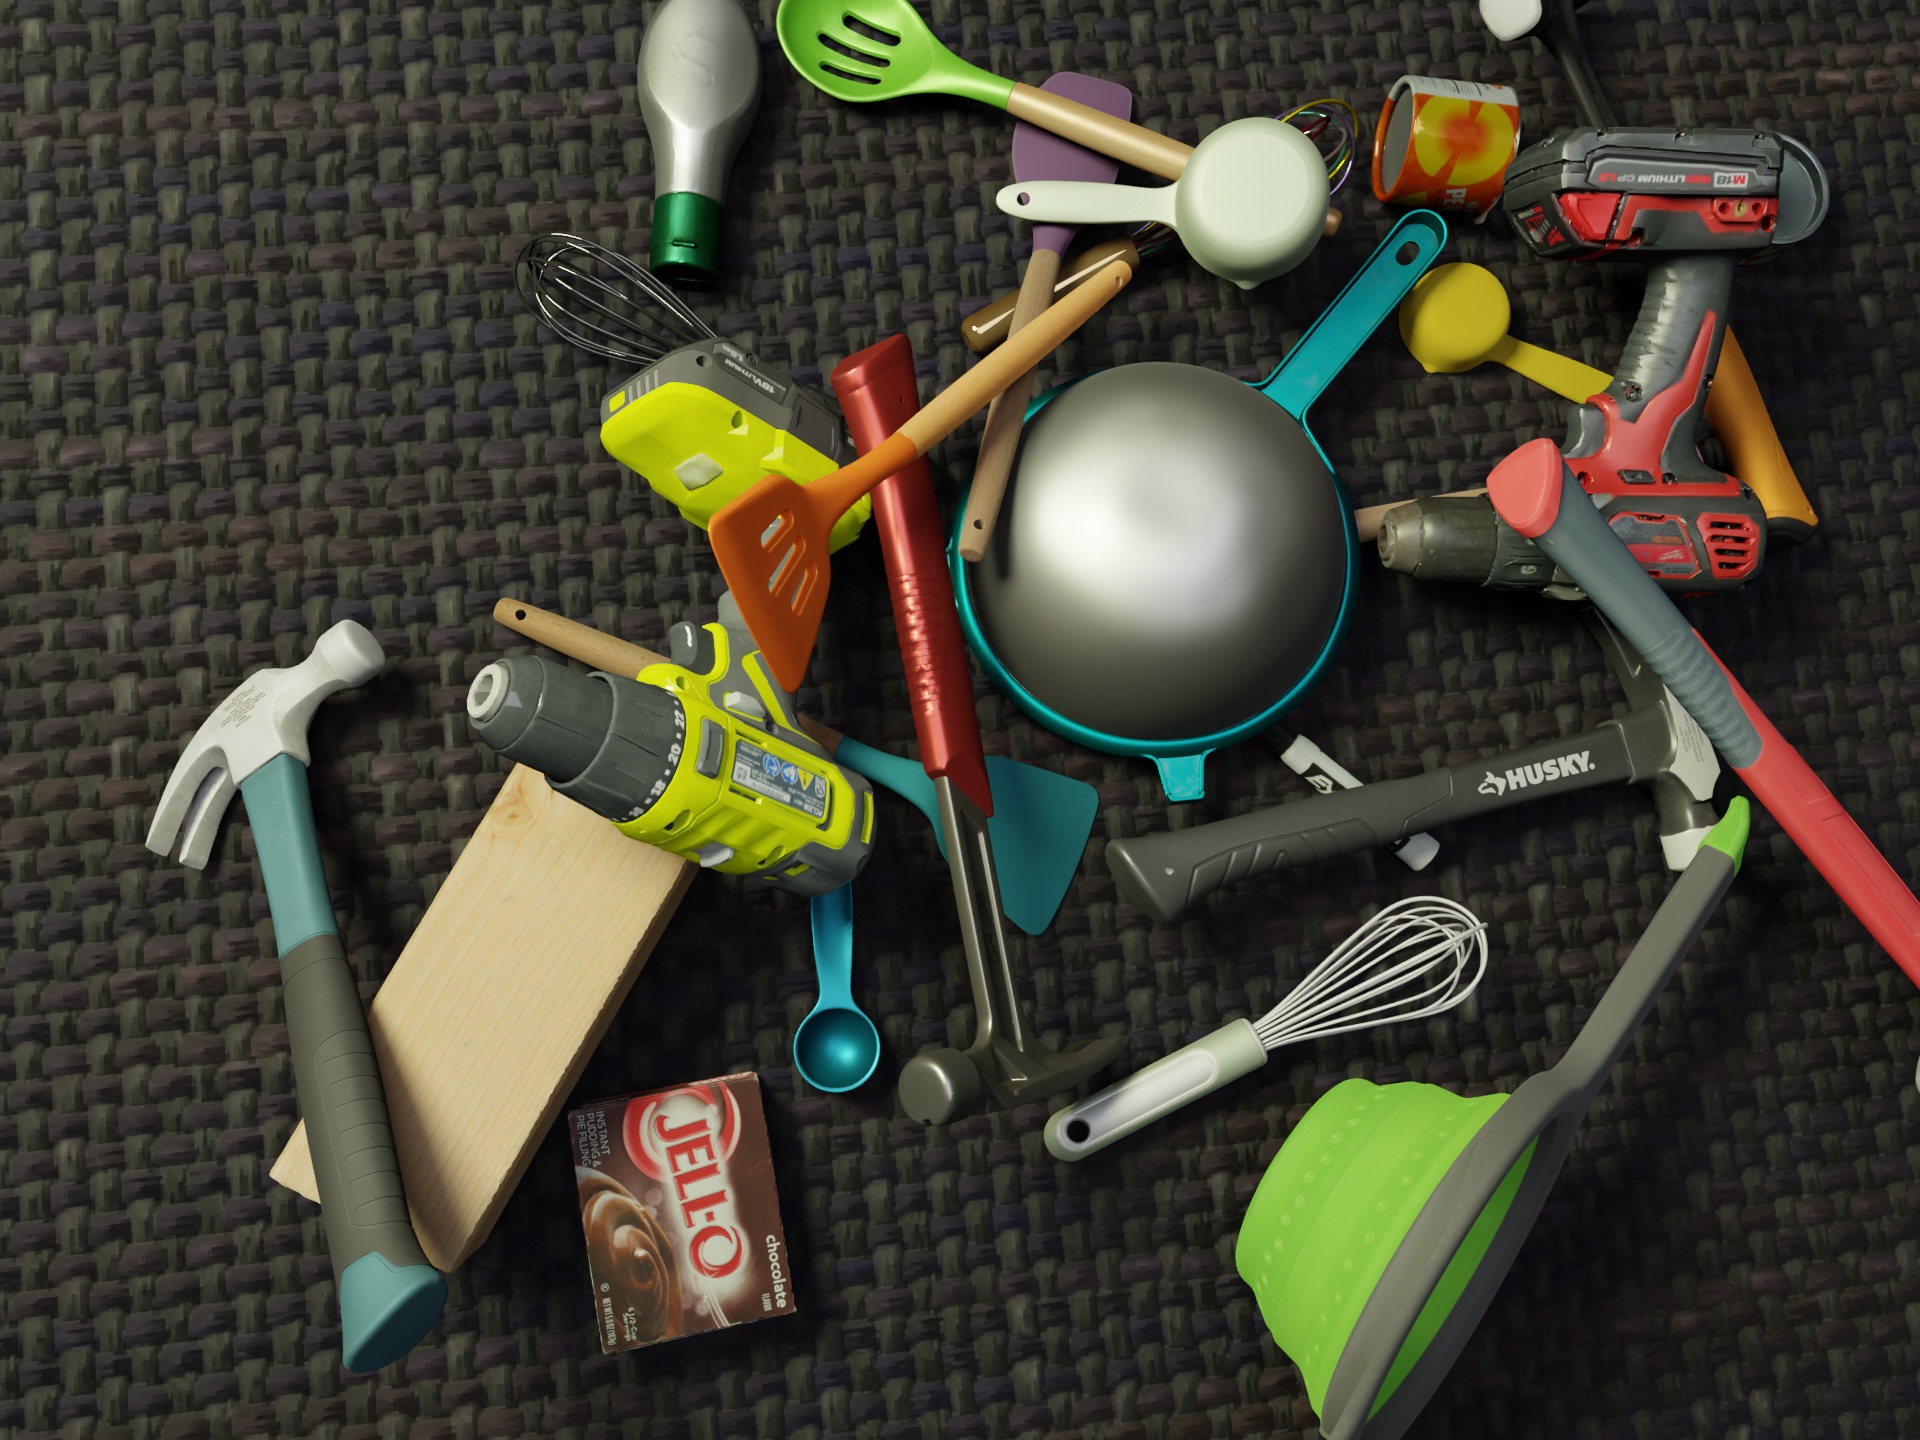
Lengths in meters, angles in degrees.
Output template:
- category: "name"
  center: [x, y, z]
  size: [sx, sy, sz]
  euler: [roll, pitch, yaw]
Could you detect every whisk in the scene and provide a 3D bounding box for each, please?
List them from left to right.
- category: "whisk"
  center: [-0.116, -0.175, 0.807]
  size: [0.239, 0.055, 0.055]
  euler: [29, 80, -6]
- category: "whisk"
  center: [0.107, -0.263, 0.844]
  size: [0.245, 0.047, 0.051]
  euler: [-30, 79, -6]
- category: "whisk"
  center: [0.153, 0.156, 0.789]
  size: [0.246, 0.059, 0.058]
  euler: [-26, 74, -4]

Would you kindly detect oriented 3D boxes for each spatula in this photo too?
- category: "spatula"
  center: [-0.085, 0.008, 0.796]
  size: [0.317, 0.044, 0.082]
  euler: [23, 79, 2]
- category: "spatula"
  center: [-0.004, -0.134, 0.715]
  size: [0.323, 0.041, 0.081]
  euler: [-45, 126, -35]
- category: "spatula"
  center: [0.036, -0.215, 0.804]
  size: [0.060, 0.018, 0.316]
  euler: [13, 64, -1]

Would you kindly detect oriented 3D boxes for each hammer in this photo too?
- category: "hammer"
  center: [-0.273, 0.109, 0.676]
  size: [0.128, 0.033, 0.331]
  euler: [-33, 56, 8]
- category: "hammer"
  center: [-0.001, -0.002, 0.745]
  size: [0.037, 0.149, 0.359]
  euler: [-15, 83, 36]
- category: "hammer"
  center: [0.230, 0.036, 0.798]
  size: [0.334, 0.035, 0.146]
  euler: [-12, 84, -16]
- category: "hammer"
  center: [0.384, -0.249, 0.861]
  size: [0.127, 0.034, 0.337]
  euler: [-28, 93, -44]
- category: "hammer"
  center: [0.394, 0.009, 0.776]
  size: [0.386, 0.038, 0.143]
  euler: [47, 49, -9]

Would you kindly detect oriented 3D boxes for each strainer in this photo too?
- category: "strainer"
  center: [0.139, -0.140, 0.785]
  size: [0.211, 0.095, 0.340]
  euler: [39, 84, 8]

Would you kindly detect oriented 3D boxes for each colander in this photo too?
- category: "colander"
  center: [0.244, 0.175, 0.759]
  size: [0.095, 0.204, 0.397]
  euler: [30, 70, 32]

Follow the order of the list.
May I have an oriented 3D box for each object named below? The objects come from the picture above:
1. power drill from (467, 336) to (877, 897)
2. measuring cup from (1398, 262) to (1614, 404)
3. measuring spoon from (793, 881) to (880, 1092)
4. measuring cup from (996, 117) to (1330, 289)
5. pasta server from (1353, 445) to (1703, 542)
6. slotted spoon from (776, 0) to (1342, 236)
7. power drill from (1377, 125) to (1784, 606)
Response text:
- category: "power drill"
  center: [-0.116, -0.050, 0.708]
  size: [0.190, 0.080, 0.229]
  euler: [28, 54, -40]
- category: "measuring cup"
  center: [0.315, -0.200, 0.863]
  size: [0.156, 0.029, 0.062]
  euler: [24, 80, -1]
- category: "measuring spoon"
  center: [-0.063, 0.119, 0.788]
  size: [0.042, 0.021, 0.129]
  euler: [-2, 73, -6]
- category: "measuring cup"
  center: [0.100, -0.261, 0.790]
  size: [0.167, 0.038, 0.083]
  euler: [3, 93, 5]
- category: "pasta server"
  center: [0.253, -0.109, 0.848]
  size: [0.316, 0.040, 0.060]
  euler: [-11, 83, -4]
- category: "slotted spoon"
  center: [0.050, -0.313, 0.828]
  size: [0.314, 0.031, 0.070]
  euler: [24, 81, 8]
- category: "power drill"
  center: [0.307, -0.170, 0.790]
  size: [0.188, 0.080, 0.226]
  euler: [0, 100, -2]
